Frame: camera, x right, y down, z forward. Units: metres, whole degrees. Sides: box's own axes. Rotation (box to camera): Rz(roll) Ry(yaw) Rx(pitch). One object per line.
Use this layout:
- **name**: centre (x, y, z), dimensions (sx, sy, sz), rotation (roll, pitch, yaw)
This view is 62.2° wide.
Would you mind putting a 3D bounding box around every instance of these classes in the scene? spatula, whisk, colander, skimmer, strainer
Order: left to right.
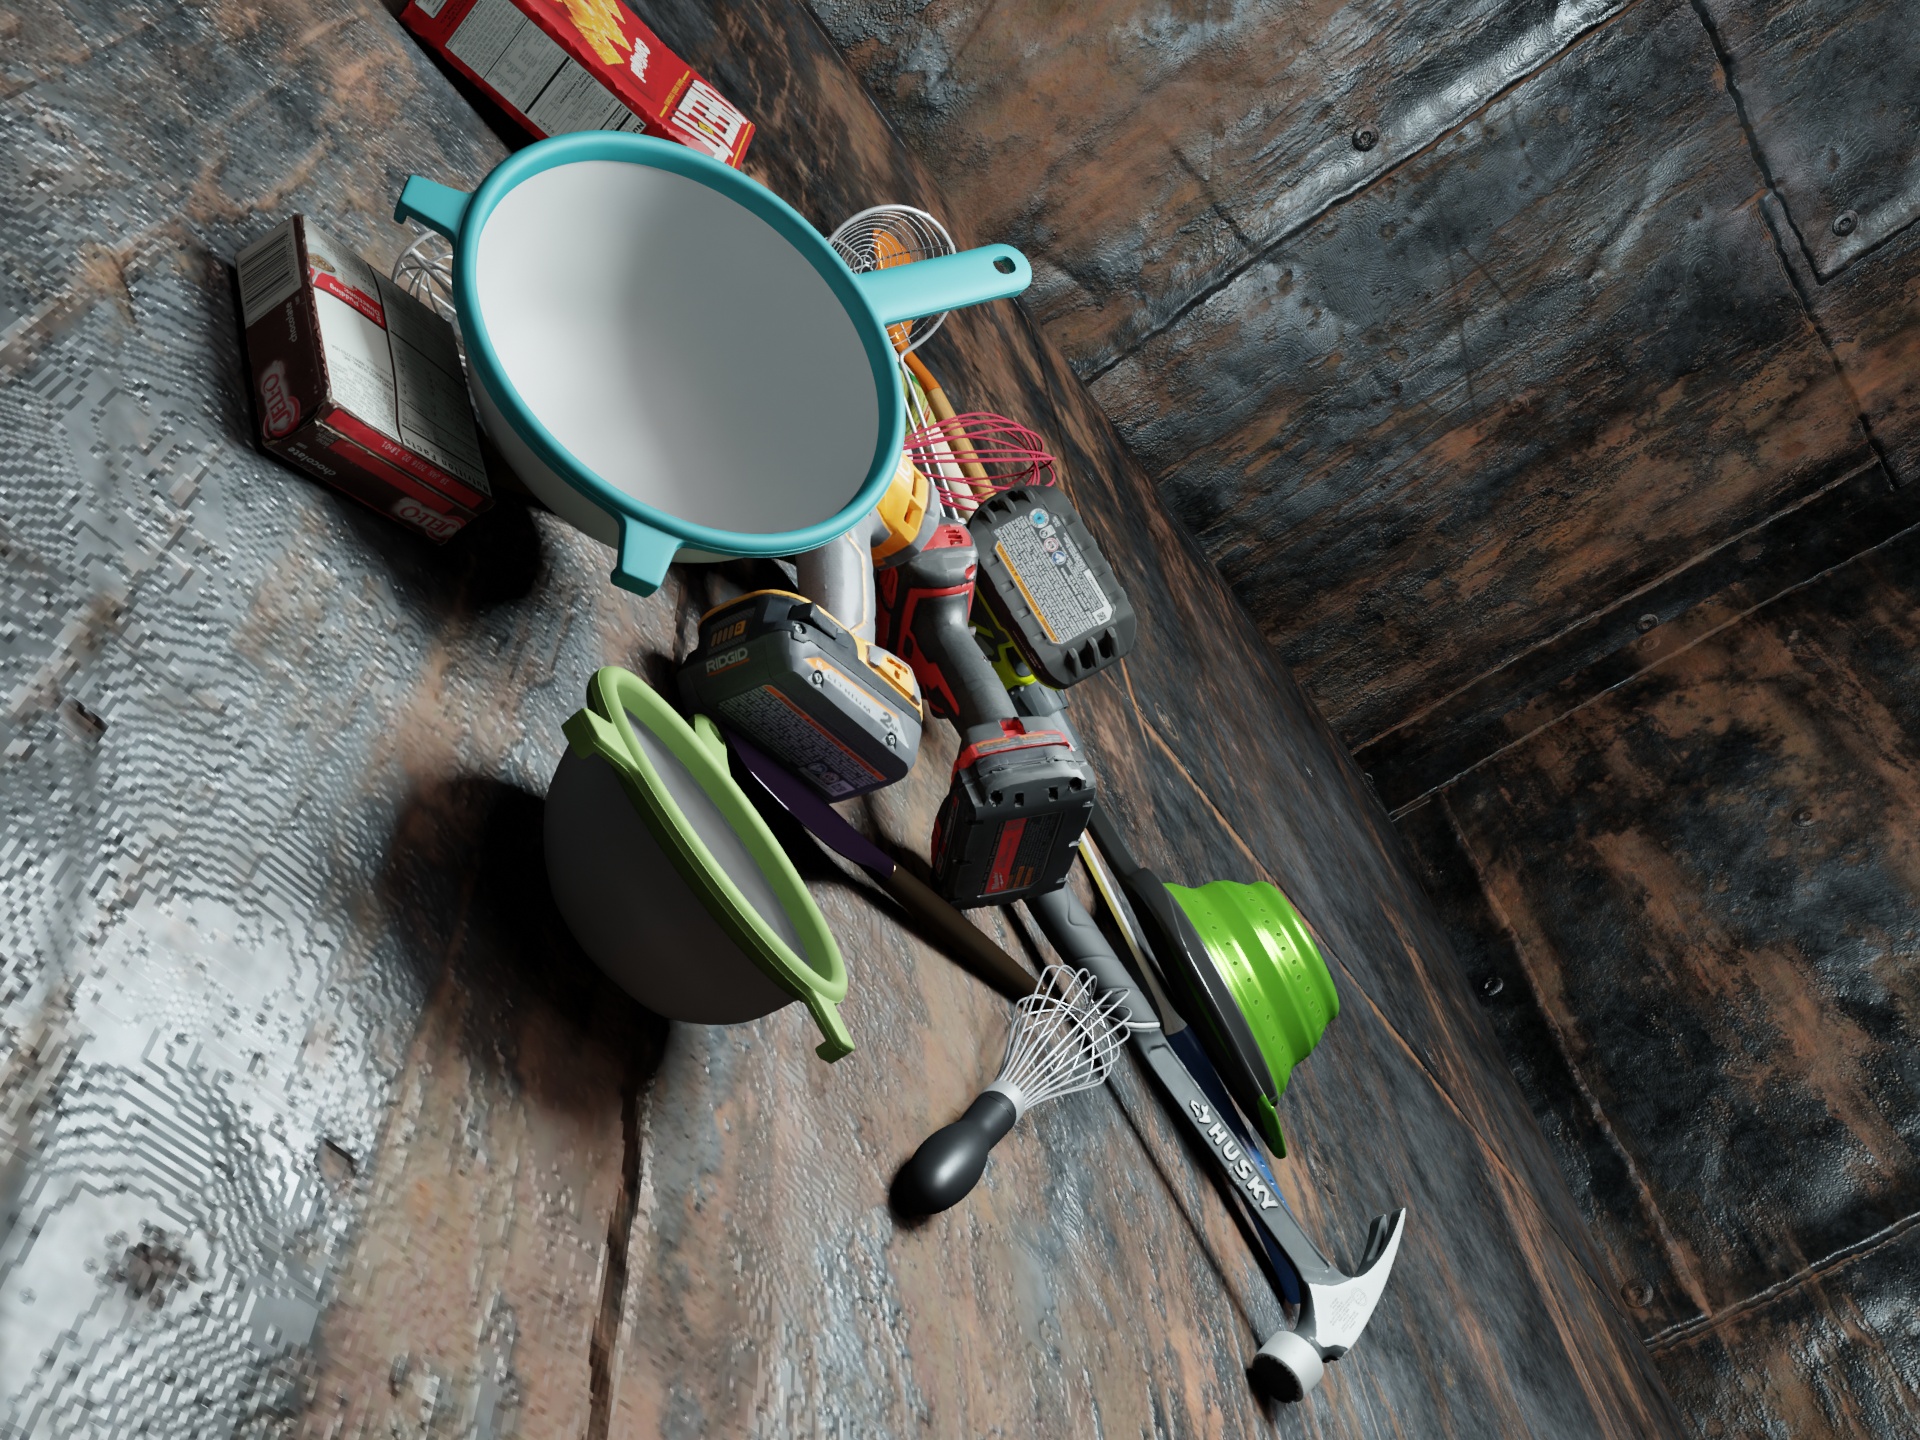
- **whisk**: centre (-0.198, -0.169, 0.816), dimensions (0.058, 0.059, 0.246), rotation (35, -2, 32)
- **strainer**: centre (-0.120, 0.047, 0.637), dimensions (0.151, 0.069, 0.256), rotation (54, -1, -16)
- **strainer**: centre (-0.096, -0.171, 0.759), dimensions (0.340, 0.095, 0.211), rotation (-28, 85, -44)
- **whisk**: centre (-0.047, -0.176, 1.078), dimensions (0.295, 0.073, 0.073), rotation (-6, 61, -41)
- **spatula**: centre (-0.027, 0.093, 0.850), dimensions (0.315, 0.018, 0.060), rotation (45, 5, -45)
- **skimmer**: centre (-0.019, -0.214, 1.246), dimensions (0.090, 0.127, 0.363), rotation (180, -110, -73)
- **spatula**: centre (-0.005, -0.255, 1.312), dimensions (0.323, 0.041, 0.081), rotation (64, 18, 11)
- **whisk**: centre (0.030, 0.184, 0.809), dimensions (0.070, 0.070, 0.284), rotation (59, 21, 5)
- **colander**: centre (0.174, 0.125, 1.190), dimensions (0.398, 0.094, 0.204), rotation (61, -3, 36)

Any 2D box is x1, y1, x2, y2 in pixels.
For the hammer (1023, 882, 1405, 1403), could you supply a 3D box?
- **hammer**: centre (0.127, 0.206, 0.997), dimensions (0.149, 0.036, 0.409), rotation (-28, 79, -39)

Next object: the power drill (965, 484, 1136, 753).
- **power drill**: centre (0.048, -0.058, 1.141), dimensions (0.190, 0.080, 0.228), rotation (60, -14, 5)

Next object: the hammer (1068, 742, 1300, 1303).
- **hammer**: centre (0.143, 0.201, 1.091), dimensions (0.405, 0.035, 0.144), rotation (63, -4, 7)

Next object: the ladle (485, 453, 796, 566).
- **ladle**: centre (-0.145, -0.098, 0.864), dimensions (0.320, 0.062, 0.078), rotation (8, 59, -60)

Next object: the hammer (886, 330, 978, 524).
- **hammer**: centre (-0.010, -0.226, 1.430), dimensions (0.146, 0.038, 0.411), rotation (37, 21, -53)

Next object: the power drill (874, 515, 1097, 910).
- **power drill**: centre (-0.002, -0.003, 0.954), dimensions (0.143, 0.078, 0.220), rotation (104, -29, -48)

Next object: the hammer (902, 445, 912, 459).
- **hammer**: centre (-0.159, -0.306, 1.143), dimensions (0.331, 0.033, 0.128), rotation (53, 19, 8)

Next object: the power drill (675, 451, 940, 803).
- **power drill**: centre (-0.087, -0.093, 0.832), dimensions (0.185, 0.084, 0.226), rotation (42, 40, -41)
